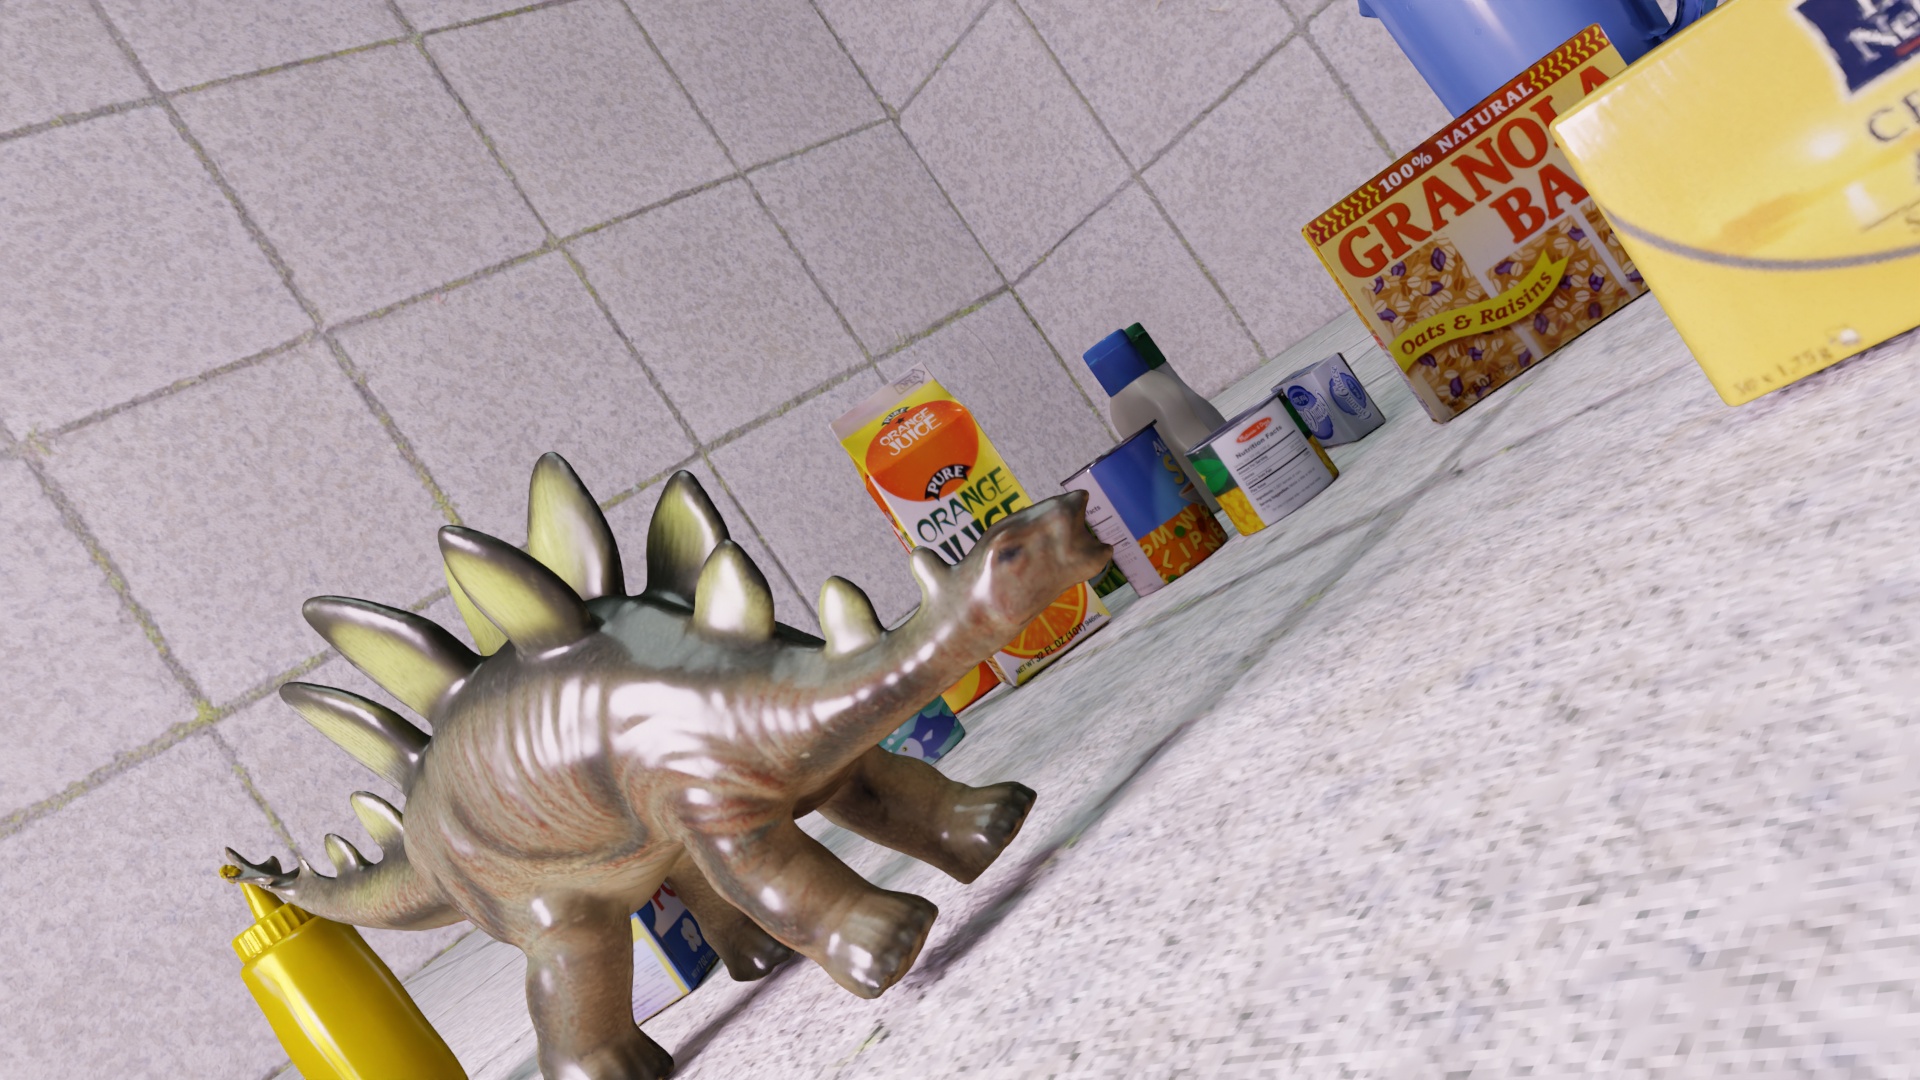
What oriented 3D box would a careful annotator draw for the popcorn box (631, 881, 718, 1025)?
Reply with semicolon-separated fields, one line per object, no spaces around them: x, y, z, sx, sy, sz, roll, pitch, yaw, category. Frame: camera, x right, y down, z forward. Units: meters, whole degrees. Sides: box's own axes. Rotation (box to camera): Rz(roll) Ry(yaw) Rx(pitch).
-0.141;0.157;0.644;0.038;0.085;0.127;-35;1;10;popcorn box

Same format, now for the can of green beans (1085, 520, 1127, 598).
0.102;0.001;0.973;0.071;0.058;0.071;-35;1;0;can of green beans

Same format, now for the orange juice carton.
0.003;-0.010;0.837;0.072;0.192;0.073;-35;0;-7;orange juice carton

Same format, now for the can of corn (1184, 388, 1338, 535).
0.171;-0.044;0.788;0.071;0.058;0.071;-35;1;0;can of corn

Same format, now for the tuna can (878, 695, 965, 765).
-0.034;0.113;0.771;0.071;0.033;0.071;-35;1;0;tuna can

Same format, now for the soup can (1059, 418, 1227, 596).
0.112;-0.020;0.832;0.071;0.084;0.071;-35;0;0;soup can

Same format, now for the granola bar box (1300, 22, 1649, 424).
0.277;-0.156;0.700;0.165;0.124;0.039;-35;0;11;granola bar box

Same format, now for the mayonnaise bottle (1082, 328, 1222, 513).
0.145;-0.084;1.008;0.041;0.148;0.064;-35;0;-35;mayonnaise bottle

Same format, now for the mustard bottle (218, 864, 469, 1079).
-0.280;0.208;0.623;0.065;0.160;0.049;-34;0;44;mustard bottle

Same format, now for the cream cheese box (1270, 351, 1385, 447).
0.237;-0.089;0.903;0.024;0.053;0.104;-35;1;-1;cream cheese box

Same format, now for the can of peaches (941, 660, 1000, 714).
-0.009;0.079;0.899;0.071;0.058;0.071;-35;1;0;can of peaches

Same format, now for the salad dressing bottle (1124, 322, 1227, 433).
0.165;-0.098;1.067;0.064;0.147;0.043;-35;0;-37;salad dressing bottle

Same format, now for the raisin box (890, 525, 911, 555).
0.018;0.020;0.918;0.040;0.123;0.085;-35;0;-33;raisin box
